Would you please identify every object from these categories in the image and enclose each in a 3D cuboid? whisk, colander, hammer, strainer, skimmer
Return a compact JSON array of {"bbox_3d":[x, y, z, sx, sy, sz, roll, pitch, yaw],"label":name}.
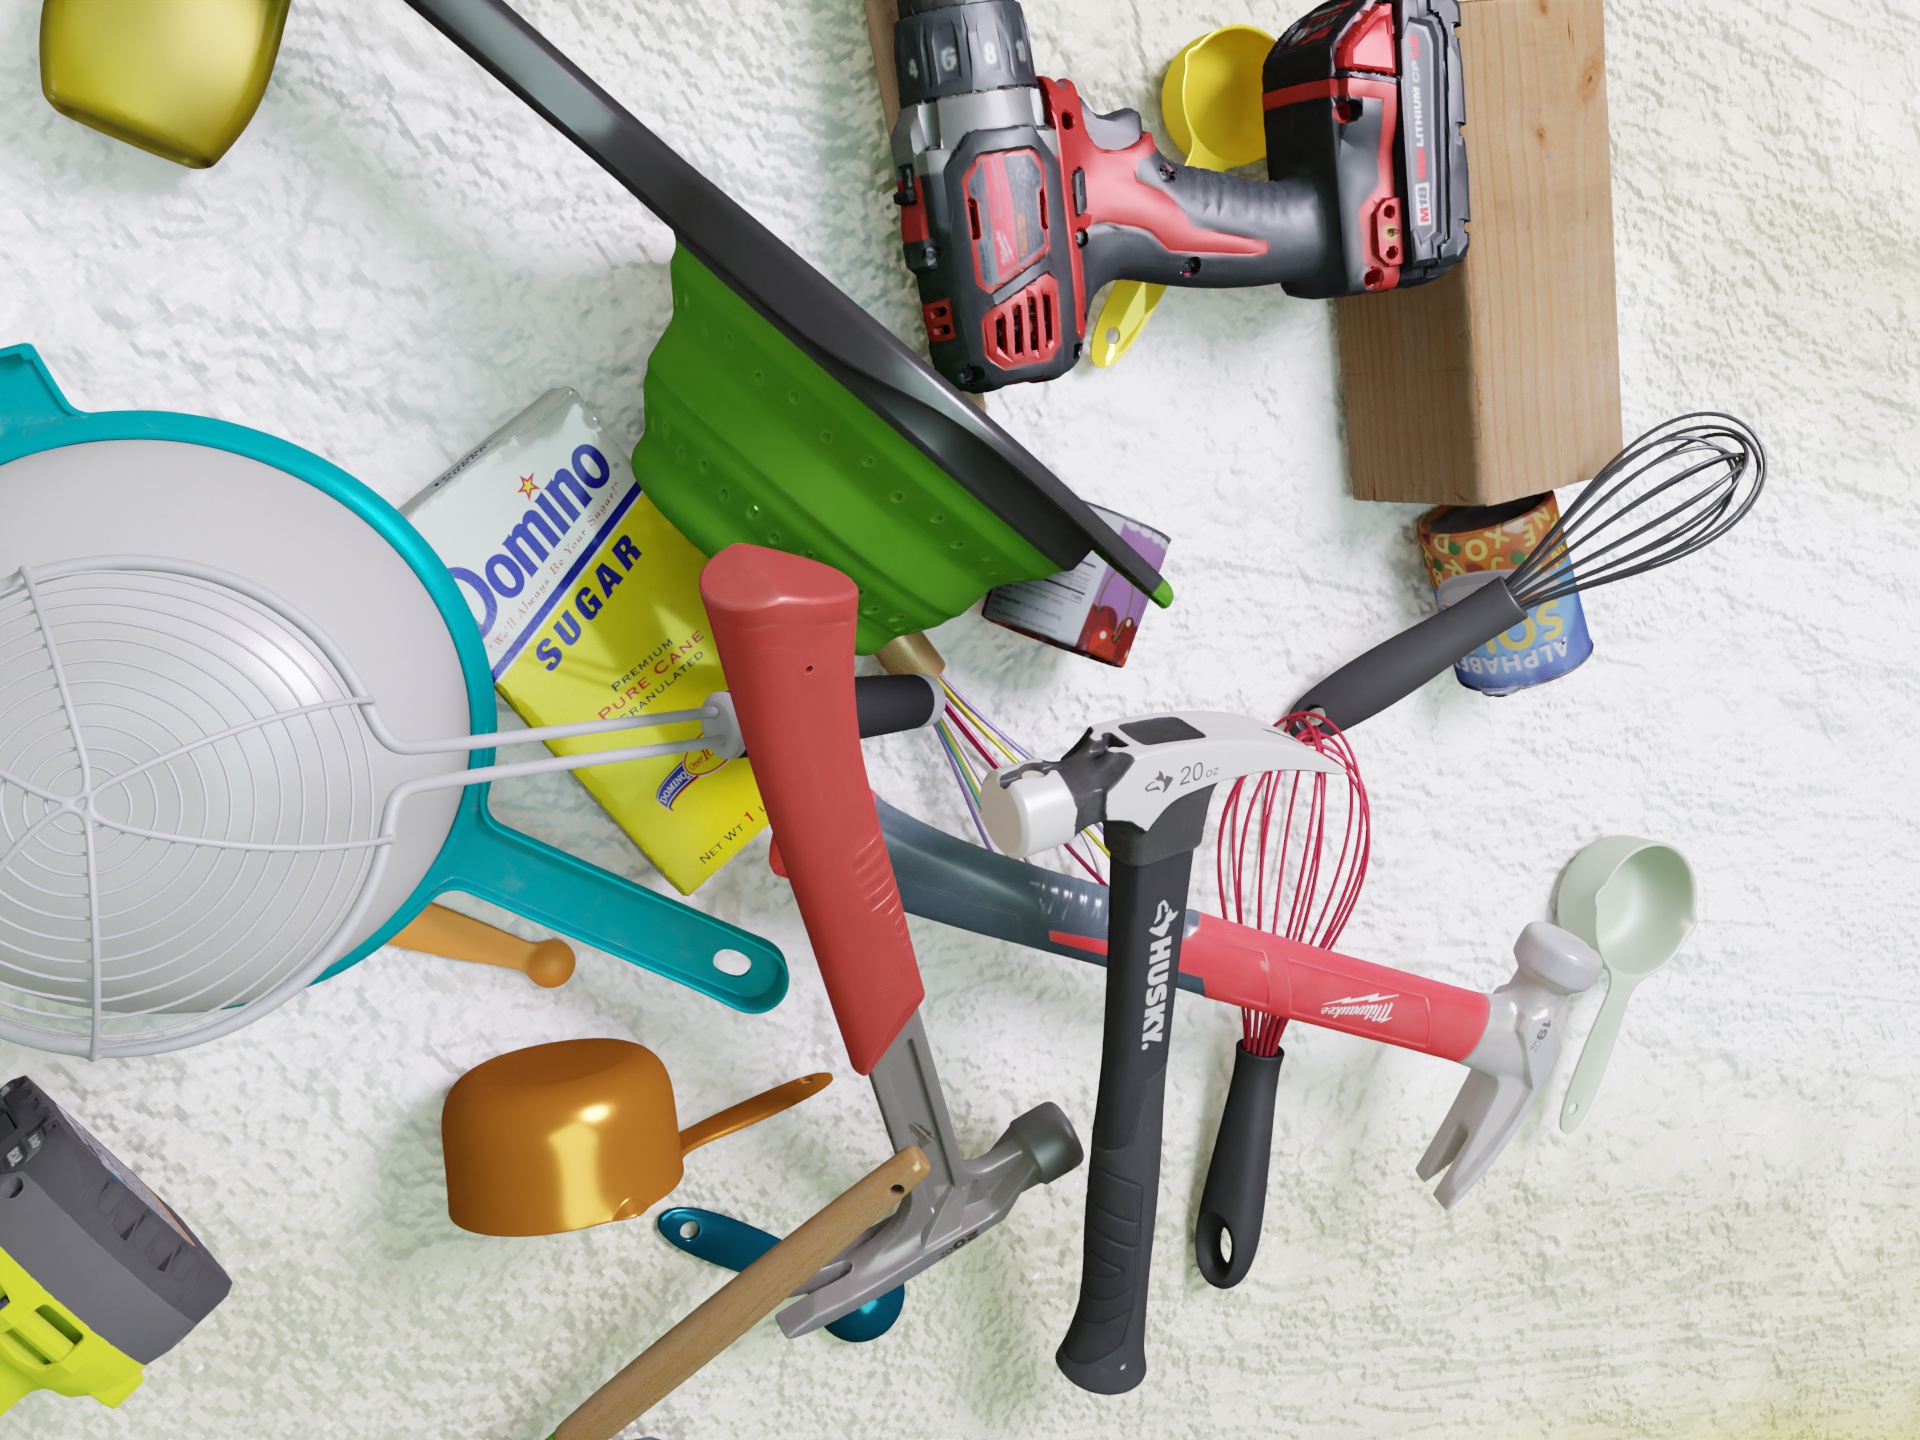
[{"bbox_3d":[0.248,-0.058,0.721,0.239,0.055,0.055,-35,119,24],"label":"whisk"},{"bbox_3d":[-0.106,-0.136,0.528,0.396,0.205,0.094,38,98,-20],"label":"colander"},{"bbox_3d":[0.001,-0.003,0.674,0.051,0.047,0.244,-42,111,-12],"label":"whisk"},{"bbox_3d":[0.074,0.148,0.645,0.146,0.035,0.334,-15,122,-28],"label":"hammer"},{"bbox_3d":[0.147,0.139,0.764,0.073,0.073,0.295,0,104,-26],"label":"whisk"},{"bbox_3d":[-0.202,0.041,0.521,0.340,0.095,0.211,27,97,-20],"label":"strainer"},{"bbox_3d":[-0.042,0.093,0.579,0.149,0.037,0.358,-26,133,-15],"label":"hammer"},{"bbox_3d":[-0.138,0.010,0.509,0.363,0.090,0.127,-9,89,-56],"label":"skimmer"},{"bbox_3d":[0.096,0.114,0.689,0.386,0.038,0.143,18,106,-20],"label":"hammer"}]

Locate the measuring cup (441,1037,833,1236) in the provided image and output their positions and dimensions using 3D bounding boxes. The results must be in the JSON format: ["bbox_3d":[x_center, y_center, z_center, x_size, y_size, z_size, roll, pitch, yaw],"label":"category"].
[{"bbox_3d":[-0.121,0.147,0.630,0.173,0.095,0.052,-13,99,-43],"label":"measuring cup"}]

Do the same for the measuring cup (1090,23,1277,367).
[{"bbox_3d":[0.091,-0.224,0.688,0.062,0.029,0.156,26,94,-26],"label":"measuring cup"}]

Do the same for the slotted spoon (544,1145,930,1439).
[{"bbox_3d":[-0.133,0.268,0.621,0.314,0.031,0.070,-41,115,6],"label":"slotted spoon"}]

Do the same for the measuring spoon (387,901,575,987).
[{"bbox_3d":[-0.201,0.081,0.606,0.116,0.011,0.021,23,89,-28],"label":"measuring spoon"}]

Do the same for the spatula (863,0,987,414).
[{"bbox_3d":[-0.028,-0.260,0.625,0.060,0.018,0.315,-16,106,-11],"label":"spatula"}]

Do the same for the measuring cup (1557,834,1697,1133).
[{"bbox_3d":[0.348,0.142,0.873,0.083,0.038,0.167,16,94,-28],"label":"measuring cup"}]

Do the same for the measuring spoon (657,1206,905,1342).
[{"bbox_3d":[-0.075,0.241,0.692,0.128,0.021,0.042,32,85,-27],"label":"measuring spoon"}]

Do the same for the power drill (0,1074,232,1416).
[{"bbox_3d":[-0.352,0.222,0.480,0.228,0.191,0.080,-46,116,-27],"label":"power drill"}]

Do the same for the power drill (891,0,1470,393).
[{"bbox_3d":[0.079,-0.238,0.622,0.226,0.080,0.187,-14,107,-17],"label":"power drill"}]

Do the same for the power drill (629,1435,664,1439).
[{"bbox_3d":[-0.103,0.429,0.633,0.080,0.171,0.223,-13,108,-24],"label":"power drill"}]
